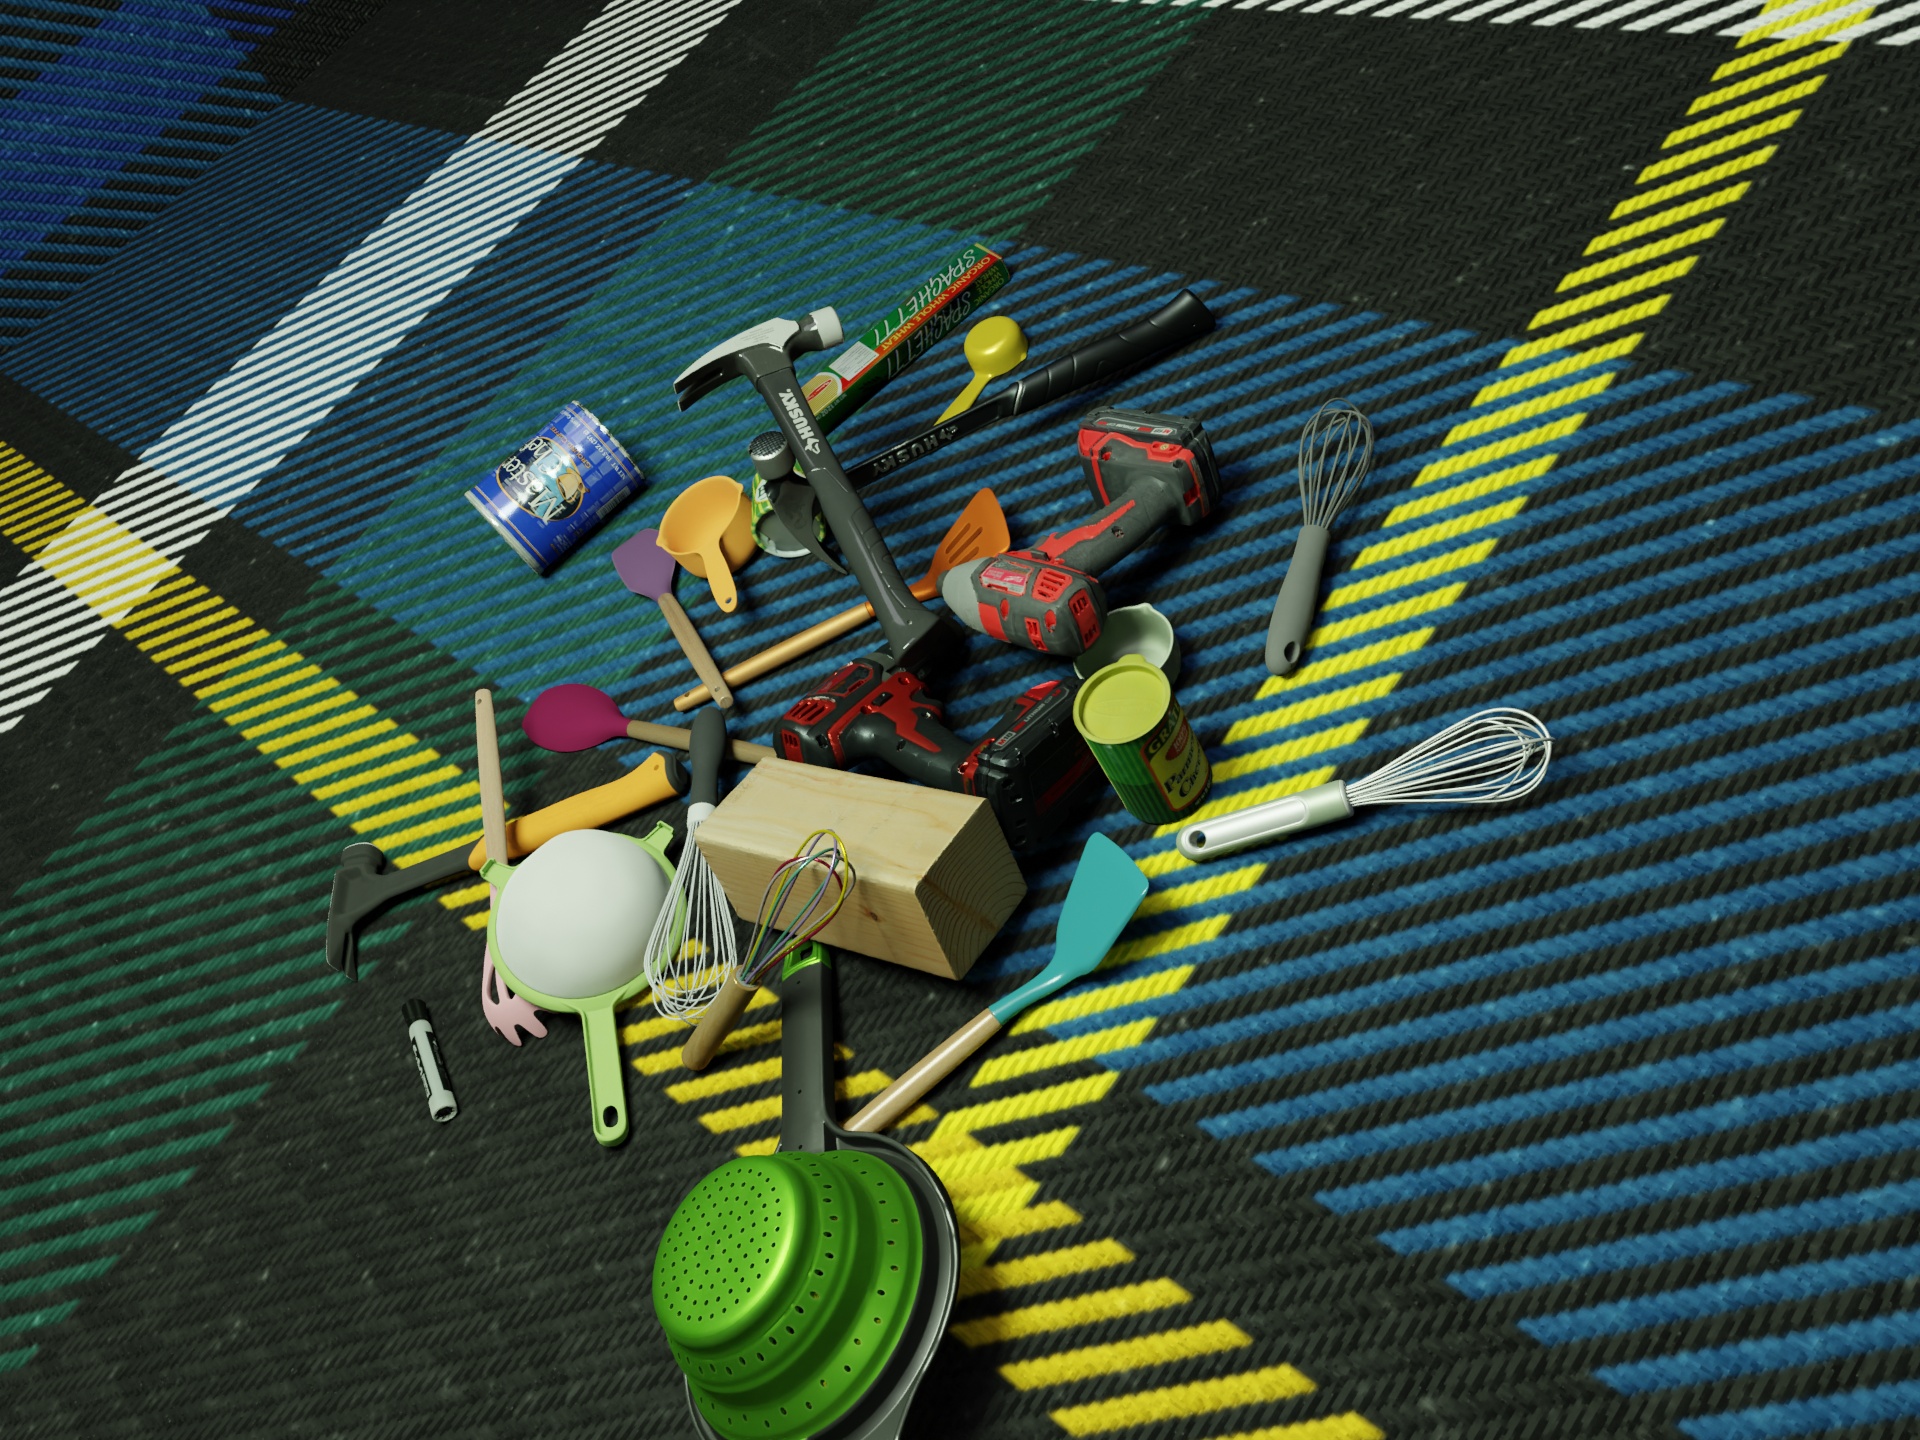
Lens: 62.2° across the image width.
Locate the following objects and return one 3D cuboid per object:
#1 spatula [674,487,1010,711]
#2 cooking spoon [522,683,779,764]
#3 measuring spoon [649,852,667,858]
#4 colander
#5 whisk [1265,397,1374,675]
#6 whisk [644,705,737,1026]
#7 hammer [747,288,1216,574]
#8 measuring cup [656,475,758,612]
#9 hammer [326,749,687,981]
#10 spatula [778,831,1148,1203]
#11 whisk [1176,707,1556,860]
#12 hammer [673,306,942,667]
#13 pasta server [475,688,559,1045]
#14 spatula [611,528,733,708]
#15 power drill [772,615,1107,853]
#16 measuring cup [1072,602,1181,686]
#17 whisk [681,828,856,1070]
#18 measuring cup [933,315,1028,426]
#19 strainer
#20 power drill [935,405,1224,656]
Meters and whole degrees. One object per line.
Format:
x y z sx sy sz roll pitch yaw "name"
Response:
-0.101 -0.086 1.313 0.322 0.041 0.081 -26 47 10 "spatula"
-0.258 0.010 1.338 0.319 0.017 0.069 10 62 34 "cooking spoon"
-0.290 0.121 1.269 0.124 0.018 0.034 -11 51 21 "measuring spoon"
-0.115 0.265 0.975 0.204 0.094 0.398 -30 37 19 "colander"
0.256 -0.136 1.153 0.055 0.055 0.239 4 61 31 "whisk"
-0.196 0.101 1.199 0.070 0.070 0.285 -17 48 17 "whisk"
0.030 -0.257 1.337 0.409 0.149 0.036 -26 47 -4 "hammer"
-0.208 -0.141 1.407 0.095 0.052 0.174 -32 49 10 "measuring cup"
-0.377 0.107 1.318 0.337 0.034 0.127 -22 47 12 "hammer"
-0.004 0.201 1.031 0.317 0.044 0.082 -40 31 -3 "spatula"
0.253 0.047 1.011 0.246 0.059 0.058 -19 76 21 "whisk"
-0.104 -0.177 1.219 0.146 0.035 0.335 -22 63 -11 "hammer"
-0.367 0.107 1.273 0.060 0.040 0.317 -22 56 9 "pasta server"
-0.251 -0.096 1.405 0.060 0.018 0.316 -36 40 -2 "spatula"
-0.002 -0.004 1.155 0.227 0.080 0.188 16 43 37 "power drill"
0.089 -0.050 1.183 0.168 0.038 0.083 12 62 38 "measuring cup"
-0.132 0.160 1.051 0.047 0.245 0.051 40 35 8 "whisk"
0.005 -0.305 1.433 0.062 0.029 0.156 17 63 37 "measuring cup"
-0.272 0.178 1.156 0.151 0.069 0.257 -12 56 -6 "strainer"
0.087 -0.140 1.196 0.143 0.078 0.220 18 54 41 "power drill"
